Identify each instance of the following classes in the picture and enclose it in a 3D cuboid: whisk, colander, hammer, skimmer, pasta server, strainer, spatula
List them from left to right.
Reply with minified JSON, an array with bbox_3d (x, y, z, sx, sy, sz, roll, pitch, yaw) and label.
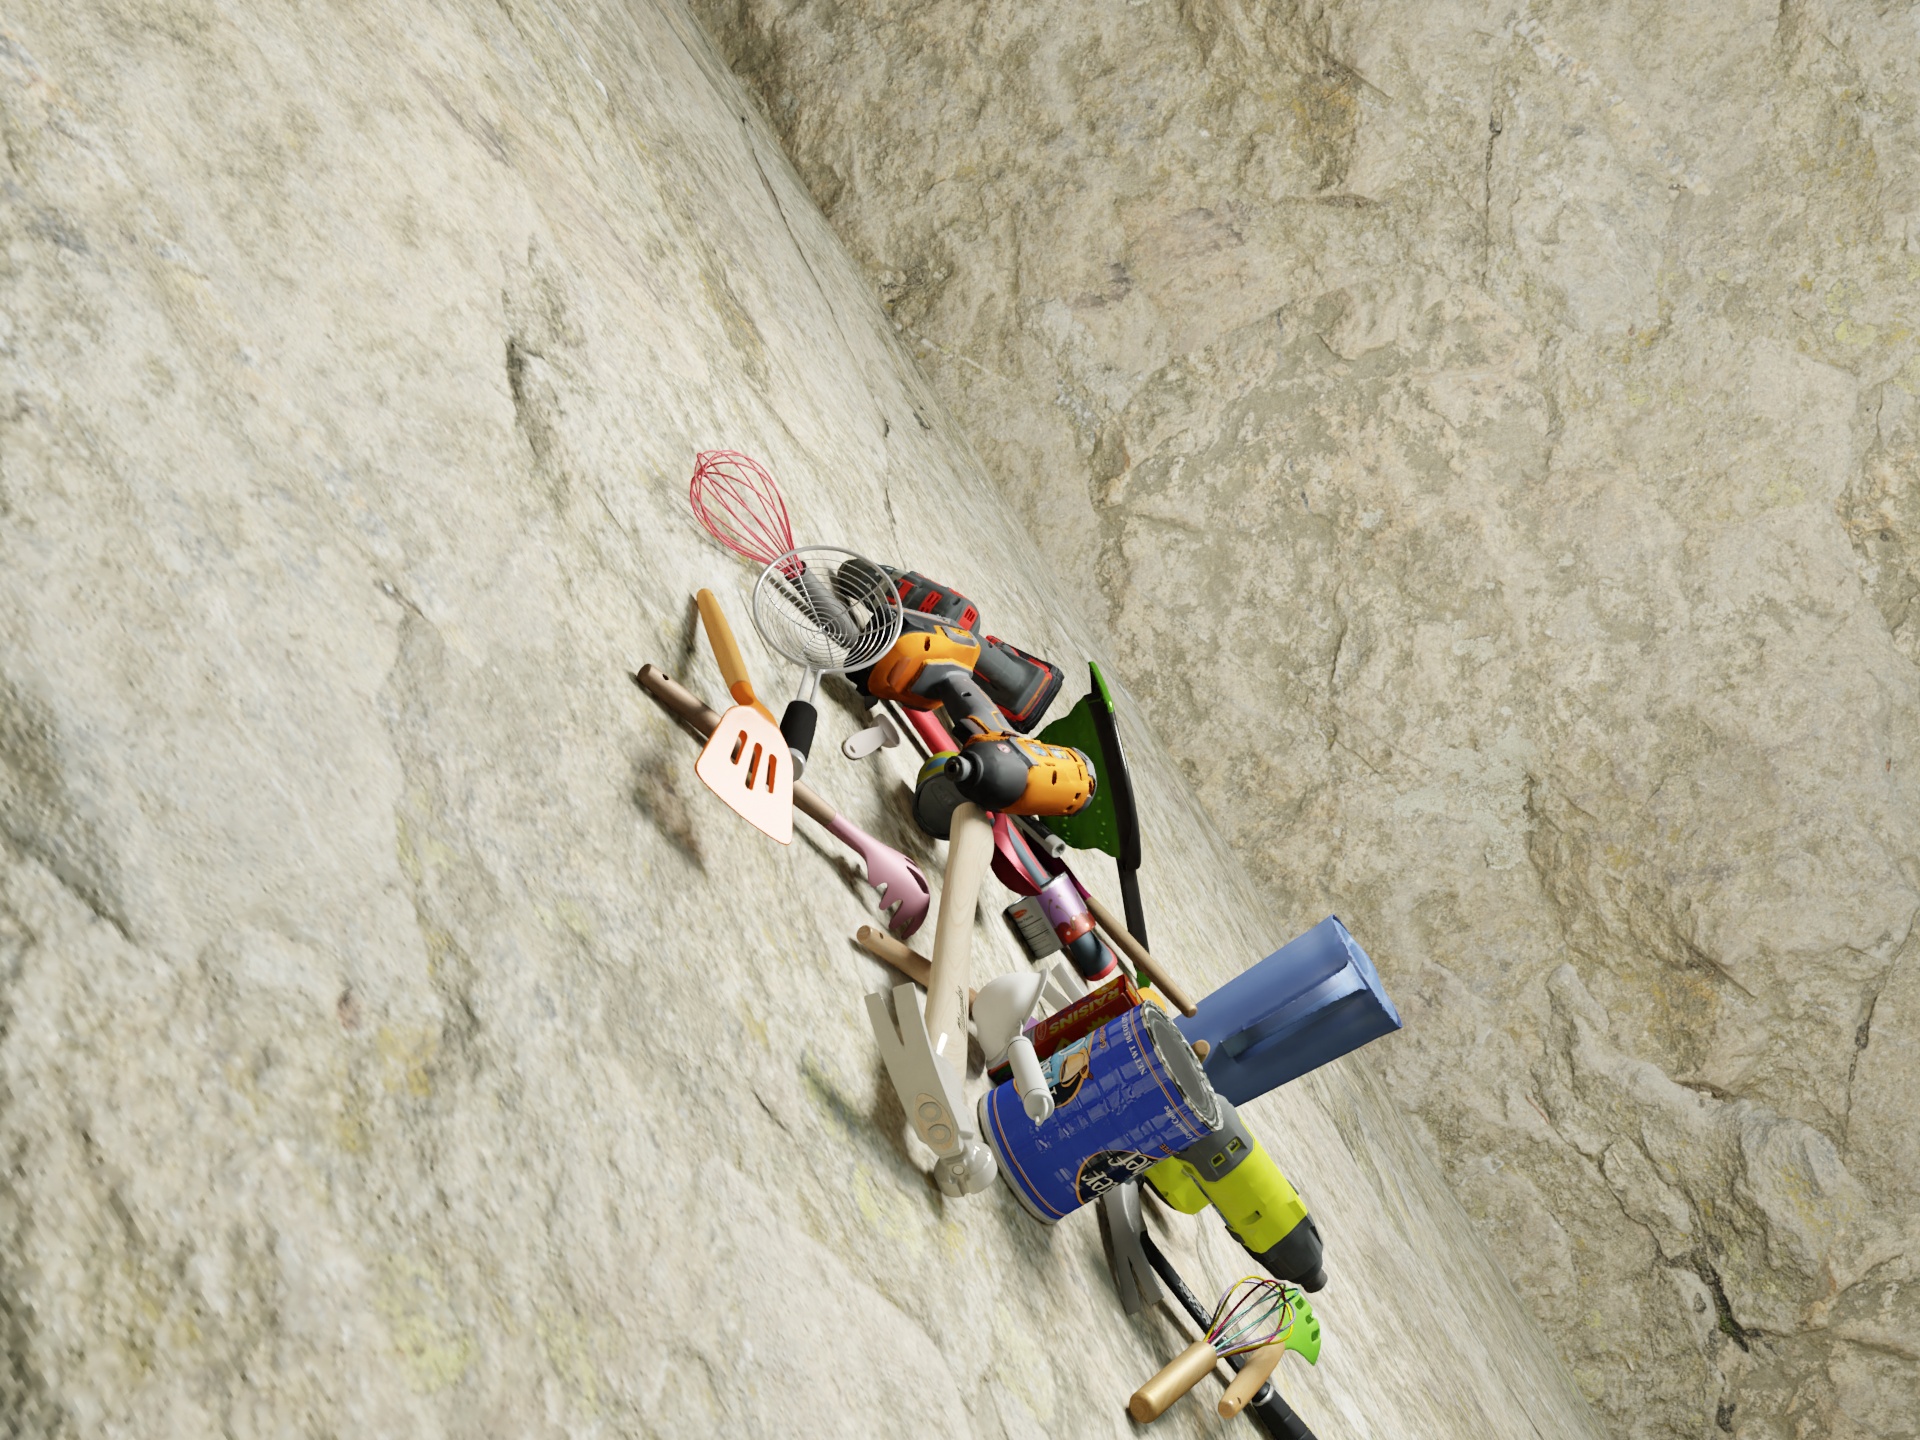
[{"bbox_3d":[-0.159,-0.024,1.080,0.081,0.041,0.323,42,7,-29],"label":"spatula"},{"bbox_3d":[-0.156,-0.144,1.411,0.295,0.073,0.073,51,12,-53],"label":"whisk"},{"bbox_3d":[-0.116,0.059,1.118,0.315,0.040,0.060,43,18,-36],"label":"pasta server"},{"bbox_3d":[-0.110,-0.052,1.212,0.127,0.090,0.363,15,17,-6],"label":"skimmer"},{"bbox_3d":[-0.008,0.151,1.135,0.411,0.038,0.146,-81,153,-67],"label":"hammer"},{"bbox_3d":[0.007,0.215,1.214,0.315,0.018,0.060,43,26,-50],"label":"spatula"},{"bbox_3d":[0.033,0.105,1.551,0.386,0.038,0.143,55,14,-11],"label":"hammer"},{"bbox_3d":[0.040,0.227,1.116,0.050,0.087,0.258,31,5,-9],"label":"strainer"},{"bbox_3d":[0.137,0.136,1.706,0.205,0.094,0.396,-103,-179,-63],"label":"colander"},{"bbox_3d":[0.157,0.284,1.552,0.127,0.034,0.336,45,6,14],"label":"hammer"},{"bbox_3d":[0.187,0.451,1.142,0.245,0.051,0.047,-2,77,-57],"label":"whisk"},{"bbox_3d":[0.233,0.528,1.264,0.408,0.036,0.149,54,14,-16],"label":"hammer"}]

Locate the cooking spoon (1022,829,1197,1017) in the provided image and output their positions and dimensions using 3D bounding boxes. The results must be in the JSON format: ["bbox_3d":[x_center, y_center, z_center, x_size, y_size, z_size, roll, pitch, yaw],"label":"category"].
[{"bbox_3d":[0.143,0.198,1.603,0.319,0.017,0.068,45,-12,49],"label":"cooking spoon"}]

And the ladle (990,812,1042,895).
[{"bbox_3d":[0.032,0.066,1.502,0.069,0.031,0.316,48,16,-28],"label":"ladle"}]

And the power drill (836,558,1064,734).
[{"bbox_3d":[-0.015,-0.087,1.642,0.188,0.080,0.226,29,-6,43],"label":"power drill"}]

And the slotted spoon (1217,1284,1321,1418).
[{"bbox_3d":[0.243,0.497,1.243,0.070,0.031,0.313,65,17,17],"label":"slotted spoon"}]

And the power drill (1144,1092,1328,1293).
[{"bbox_3d":[0.200,0.358,1.267,0.171,0.080,0.223,54,-10,-8],"label":"power drill"}]

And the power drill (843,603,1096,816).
[{"bbox_3d":[-0.002,-0.004,1.365,0.164,0.084,0.227,8,32,-51],"label":"power drill"}]

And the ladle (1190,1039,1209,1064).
[{"bbox_3d":[0.209,0.313,1.433,0.078,0.062,0.320,61,-9,18],"label":"ladle"}]

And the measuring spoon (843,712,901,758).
[{"bbox_3d":[-0.082,0.019,1.385,0.034,0.018,0.124,57,19,1],"label":"measuring spoon"}]
